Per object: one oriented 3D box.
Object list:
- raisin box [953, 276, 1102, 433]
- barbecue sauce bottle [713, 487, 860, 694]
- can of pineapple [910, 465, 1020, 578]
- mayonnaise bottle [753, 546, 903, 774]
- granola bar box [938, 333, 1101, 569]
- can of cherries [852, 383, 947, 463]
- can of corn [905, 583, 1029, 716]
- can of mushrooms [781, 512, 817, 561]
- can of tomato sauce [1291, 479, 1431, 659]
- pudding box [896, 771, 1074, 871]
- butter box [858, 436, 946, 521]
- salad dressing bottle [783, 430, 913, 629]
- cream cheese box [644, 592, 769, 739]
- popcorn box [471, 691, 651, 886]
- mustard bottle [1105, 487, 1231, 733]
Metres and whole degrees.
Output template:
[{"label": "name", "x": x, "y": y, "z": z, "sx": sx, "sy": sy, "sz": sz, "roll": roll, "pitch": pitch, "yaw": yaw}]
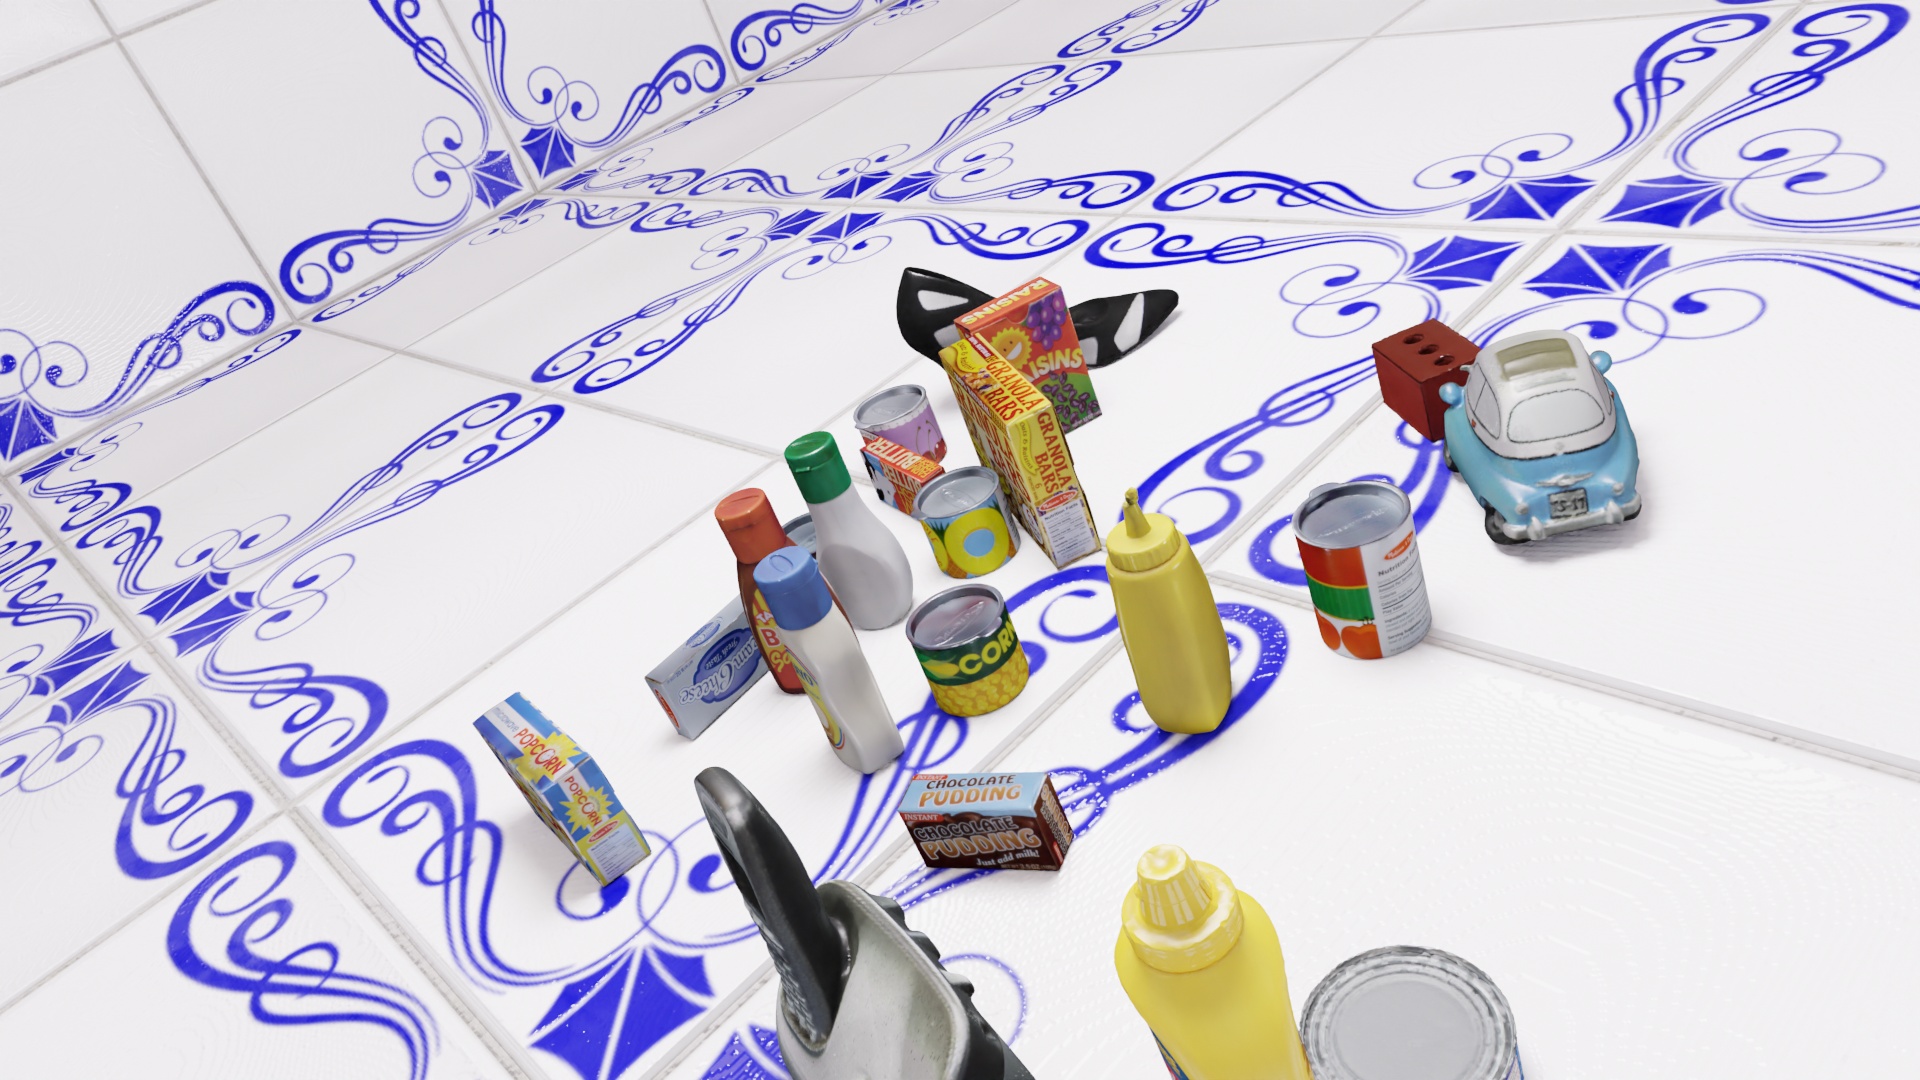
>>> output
[{"label": "raisin box", "x": 0.056, "y": -0.140, "z": 1.131, "sx": 0.086, "sy": 0.123, "sz": 0.040, "roll": -28, "pitch": 30, "yaw": -11}, {"label": "barbecue sauce bottle", "x": -0.120, "y": 0.034, "z": 0.936, "sx": 0.065, "sy": 0.148, "sz": 0.044, "roll": -15, "pitch": 30, "yaw": 11}, {"label": "can of pineapple", "x": 0.004, "y": -0.013, "z": 1.024, "sx": 0.071, "sy": 0.057, "sz": 0.071, "roll": -16, "pitch": 30, "yaw": 10}, {"label": "mayonnaise bottle", "x": -0.082, "y": 0.072, "z": 0.851, "sx": 0.041, "sy": 0.147, "sz": 0.065, "roll": -33, "pitch": 31, "yaw": -18}, {"label": "granola bar box", "x": 0.042, "y": -0.070, "z": 1.025, "sx": 0.039, "sy": 0.123, "sz": 0.166, "roll": -25, "pitch": 30, "yaw": -6}, {"label": "can of cherries", "x": -0.053, "y": -0.091, "z": 1.185, "sx": 0.071, "sy": 0.058, "sz": 0.072, "roll": -16, "pitch": 30, "yaw": 10}, {"label": "can of corn", "x": 0.007, "y": 0.071, "z": 0.887, "sx": 0.071, "sy": 0.058, "sz": 0.071, "roll": -16, "pitch": 30, "yaw": 10}, {"label": "can of mushrooms", "x": -0.114, "y": 0.008, "z": 1.090, "sx": 0.071, "sy": 0.033, "sz": 0.071, "roll": -16, "pitch": 30, "yaw": 10}, {"label": "can of tomato sauce", "x": 0.232, "y": 0.017, "z": 0.806, "sx": 0.071, "sy": 0.082, "sz": 0.071, "roll": -16, "pitch": 30, "yaw": 10}, {"label": "pudding box", "x": 0.014, "y": 0.153, "z": 0.759, "sx": 0.083, "sy": 0.049, "sz": 0.030, "roll": -5, "pitch": 34, "yaw": 26}, {"label": "butter box", "x": -0.040, "y": -0.045, "z": 1.108, "sx": 0.024, "sy": 0.053, "sz": 0.103, "roll": -33, "pitch": 32, "yaw": -19}, {"label": "salad dressing bottle", "x": -0.080, "y": -0.007, "z": 0.977, "sx": 0.064, "sy": 0.147, "sz": 0.044, "roll": -6, "pitch": 33, "yaw": 25}, {"label": "cream cheese box", "x": -0.170, "y": 0.086, "z": 0.979, "sx": 0.024, "sy": 0.053, "sz": 0.104, "roll": 9, "pitch": 42, "yaw": 42}, {"label": "popcorn box", "x": -0.257, "y": 0.156, "z": 0.889, "sx": 0.038, "sy": 0.085, "sz": 0.127, "roll": -37, "pitch": 33, "yaw": -24}, {"label": "mustard bottle", "x": 0.113, "y": 0.034, "z": 0.777, "sx": 0.049, "sy": 0.159, "sz": 0.066, "roll": -6, "pitch": 34, "yaw": 26}]
